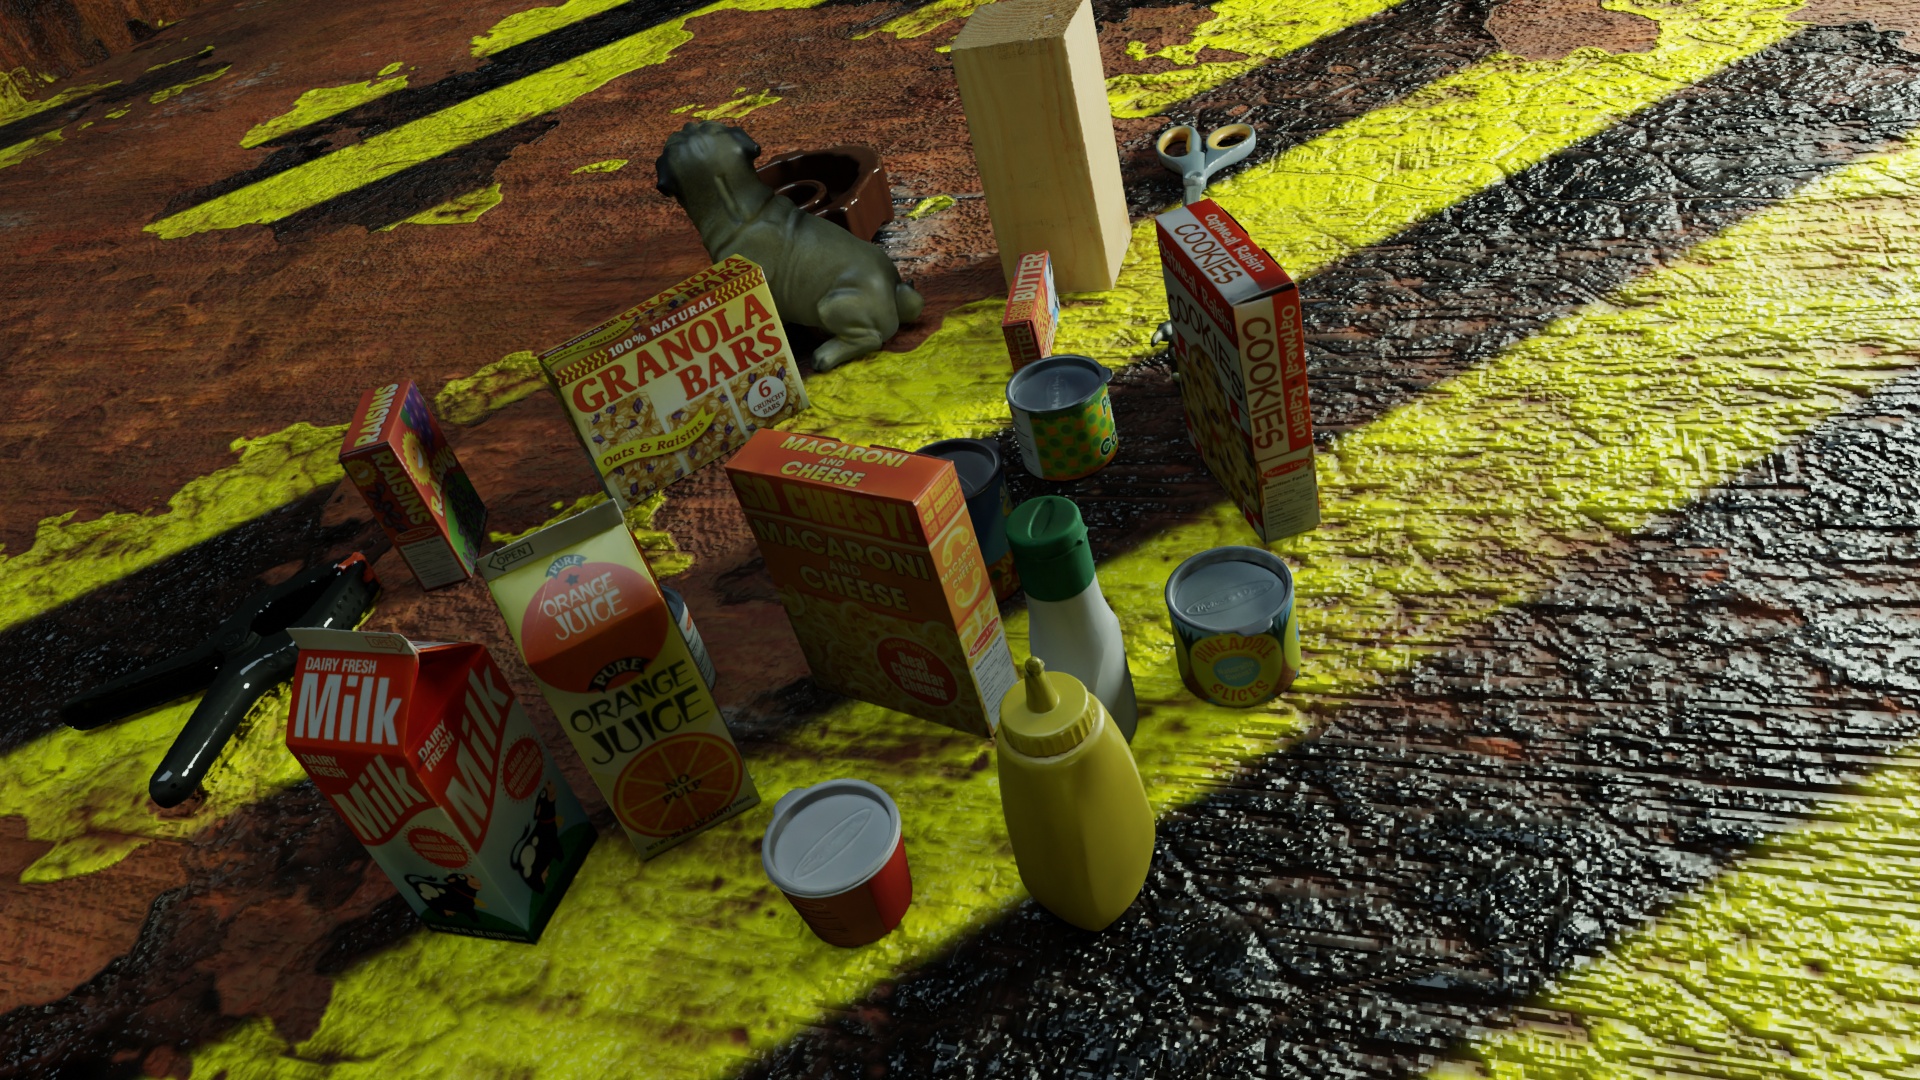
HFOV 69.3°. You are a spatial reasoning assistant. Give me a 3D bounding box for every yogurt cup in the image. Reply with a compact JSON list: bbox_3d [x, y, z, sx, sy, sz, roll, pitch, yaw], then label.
[{"bbox_3d":[-0.056,0.158,0.669,0.072,0.053,0.073,-10,38,8],"label":"yogurt cup"}]

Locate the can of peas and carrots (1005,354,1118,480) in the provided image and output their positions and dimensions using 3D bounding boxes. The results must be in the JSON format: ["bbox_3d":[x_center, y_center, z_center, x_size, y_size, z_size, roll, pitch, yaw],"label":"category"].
[{"bbox_3d":[0.070,-0.082,0.917,0.071,0.058,0.071,-10,38,8],"label":"can of peas and carrots"}]

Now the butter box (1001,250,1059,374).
[{"bbox_3d":[0.054,-0.168,1.035,0.024,0.053,0.104,-4,39,16],"label":"butter box"}]

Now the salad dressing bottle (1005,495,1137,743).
[{"bbox_3d":[0.055,0.045,0.692,0.044,0.147,0.064,1,41,22],"label":"salad dressing bottle"}]

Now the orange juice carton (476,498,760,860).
[{"bbox_3d":[-0.174,0.066,0.713,0.072,0.191,0.073,-26,38,-12],"label":"orange juice carton"}]

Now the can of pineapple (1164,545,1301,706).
[{"bbox_3d":[0.144,0.046,0.731,0.071,0.057,0.071,-10,38,8],"label":"can of pineapple"}]

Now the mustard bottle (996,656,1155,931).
[{"bbox_3d":[0.047,0.104,0.611,0.049,0.159,0.065,17,49,36],"label":"mustard bottle"}]

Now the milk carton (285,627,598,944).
[{"bbox_3d":[-0.260,0.112,0.689,0.072,0.189,0.074,0,41,21],"label":"milk carton"}]

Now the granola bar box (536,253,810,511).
[{"bbox_3d":[-0.204,-0.115,1.007,0.166,0.123,0.039,-32,40,-19],"label":"granola bar box"}]

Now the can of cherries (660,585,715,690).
[{"bbox_3d":[-0.188,0.070,0.824,0.071,0.058,0.072,-10,38,8],"label":"can of cherries"}]

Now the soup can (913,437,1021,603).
[{"bbox_3d":[0.003,-0.010,0.833,0.071,0.083,0.072,-10,38,8],"label":"soup can"}]

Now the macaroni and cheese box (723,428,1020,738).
[{"bbox_3d":[-0.044,0.022,0.741,0.124,0.165,0.040,11,46,32],"label":"macaroni and cheese box"}]

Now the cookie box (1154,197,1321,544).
[{"bbox_3d":[0.164,-0.101,0.817,0.040,0.166,0.123,-19,38,-3],"label":"cookie box"}]

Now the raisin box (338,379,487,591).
[{"bbox_3d":[-0.383,-0.039,0.979,0.040,0.122,0.086,-15,37,3],"label":"raisin box"}]
